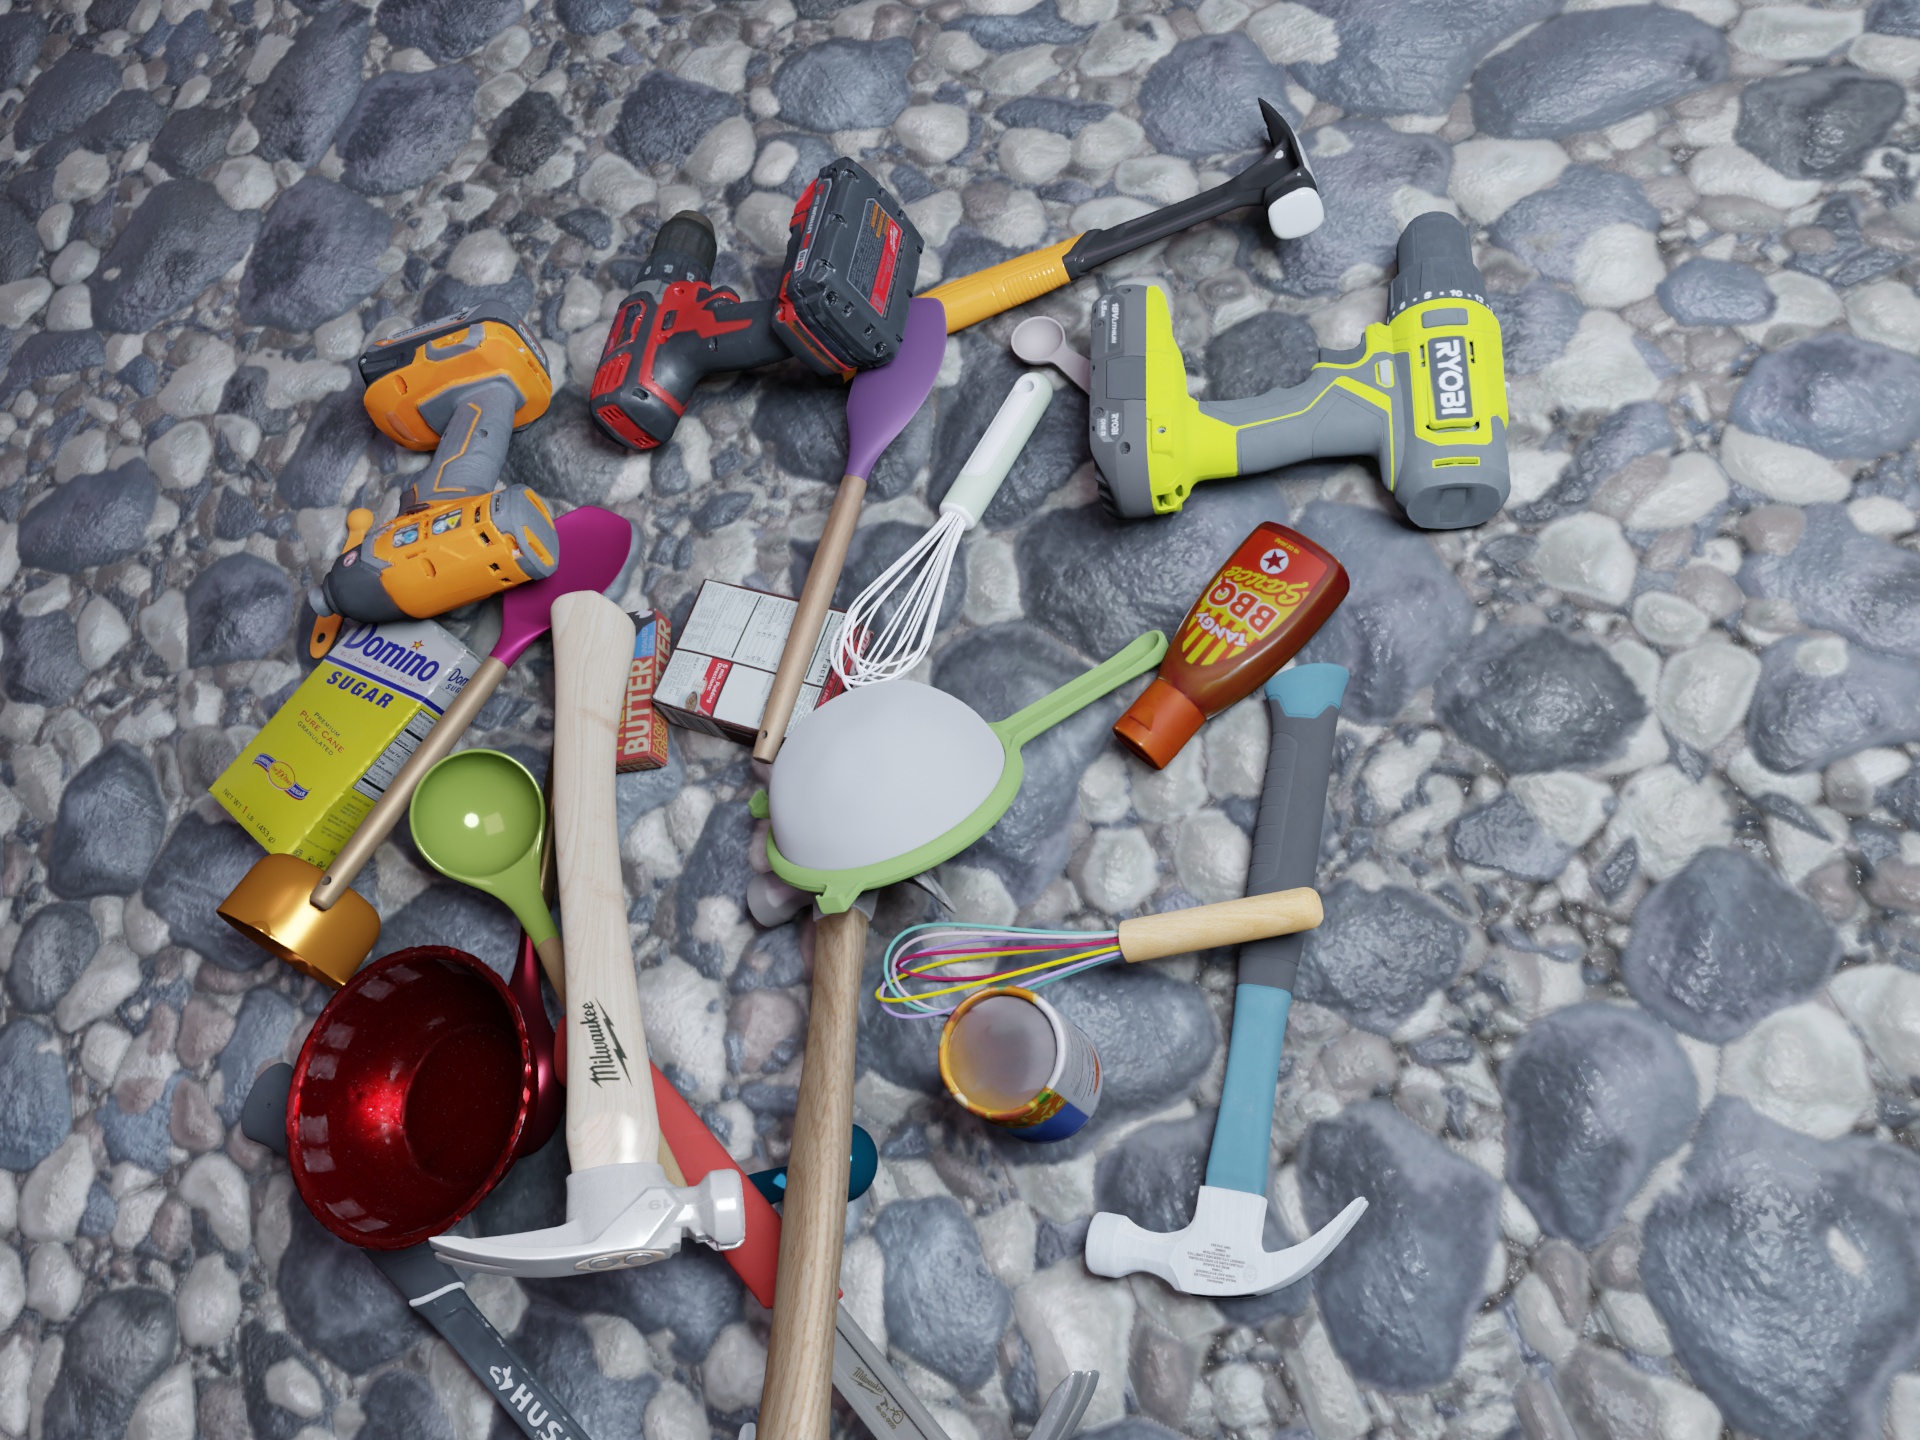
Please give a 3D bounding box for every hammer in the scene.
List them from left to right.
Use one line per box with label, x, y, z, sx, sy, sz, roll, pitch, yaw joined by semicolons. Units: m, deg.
hammer;-0.271;0.323;0.868;0.409;0.036;0.149;35;81;28
hammer;-0.211;0.094;0.871;0.146;0.038;0.411;-3;54;-13
hammer;-0.096;0.262;0.813;0.359;0.036;0.149;40;92;33
hammer;-0.065;0.195;0.785;0.130;0.031;0.332;-24;43;28
hammer;0.056;-0.292;1.010;0.337;0.034;0.127;-18;43;15
hammer;0.156;0.124;0.812;0.128;0.033;0.331;5;70;21

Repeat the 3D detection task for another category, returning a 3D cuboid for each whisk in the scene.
whisk;-0.006;-0.116;0.950;0.058;0.059;0.246;13;62;35
whisk;0.065;0.116;0.822;0.245;0.047;0.051;-14;70;22

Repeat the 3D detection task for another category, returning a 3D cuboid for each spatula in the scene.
spatula;-0.069;-0.121;0.954;0.060;0.018;0.316;8;71;28

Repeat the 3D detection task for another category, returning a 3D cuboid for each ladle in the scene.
ladle;-0.252;0.101;0.962;0.069;0.031;0.316;-4;65;17
ladle;-0.222;0.139;0.878;0.078;0.062;0.320;-32;56;-10

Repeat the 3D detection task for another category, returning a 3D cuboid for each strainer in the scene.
strainer;-0.001;-0.003;0.871;0.256;0.069;0.152;-30;27;-11

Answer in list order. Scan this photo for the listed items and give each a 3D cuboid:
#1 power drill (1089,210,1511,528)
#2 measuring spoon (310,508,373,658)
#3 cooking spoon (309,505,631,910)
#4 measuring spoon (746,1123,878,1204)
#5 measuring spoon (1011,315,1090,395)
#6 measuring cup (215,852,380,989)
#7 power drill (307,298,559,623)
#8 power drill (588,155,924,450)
power drill;0.193;-0.200;0.911;0.228;0.080;0.191;-2;67;12
measuring spoon;-0.436;-0.098;1.113;0.021;0.011;0.117;3;69;19
cooking spoon;-0.304;-0.016;0.995;0.069;0.017;0.319;22;61;13
measuring spoon;-0.106;0.249;0.851;0.128;0.021;0.042;-21;63;9
measuring spoon;0.081;-0.210;0.993;0.034;0.018;0.124;-44;68;-10
measuring cup;-0.360;0.138;0.961;0.173;0.095;0.052;26;66;6
power drill;-0.350;-0.163;1.055;0.164;0.084;0.227;-17;53;9
power drill;-0.138;-0.283;1.037;0.227;0.080;0.188;-11;56;34
